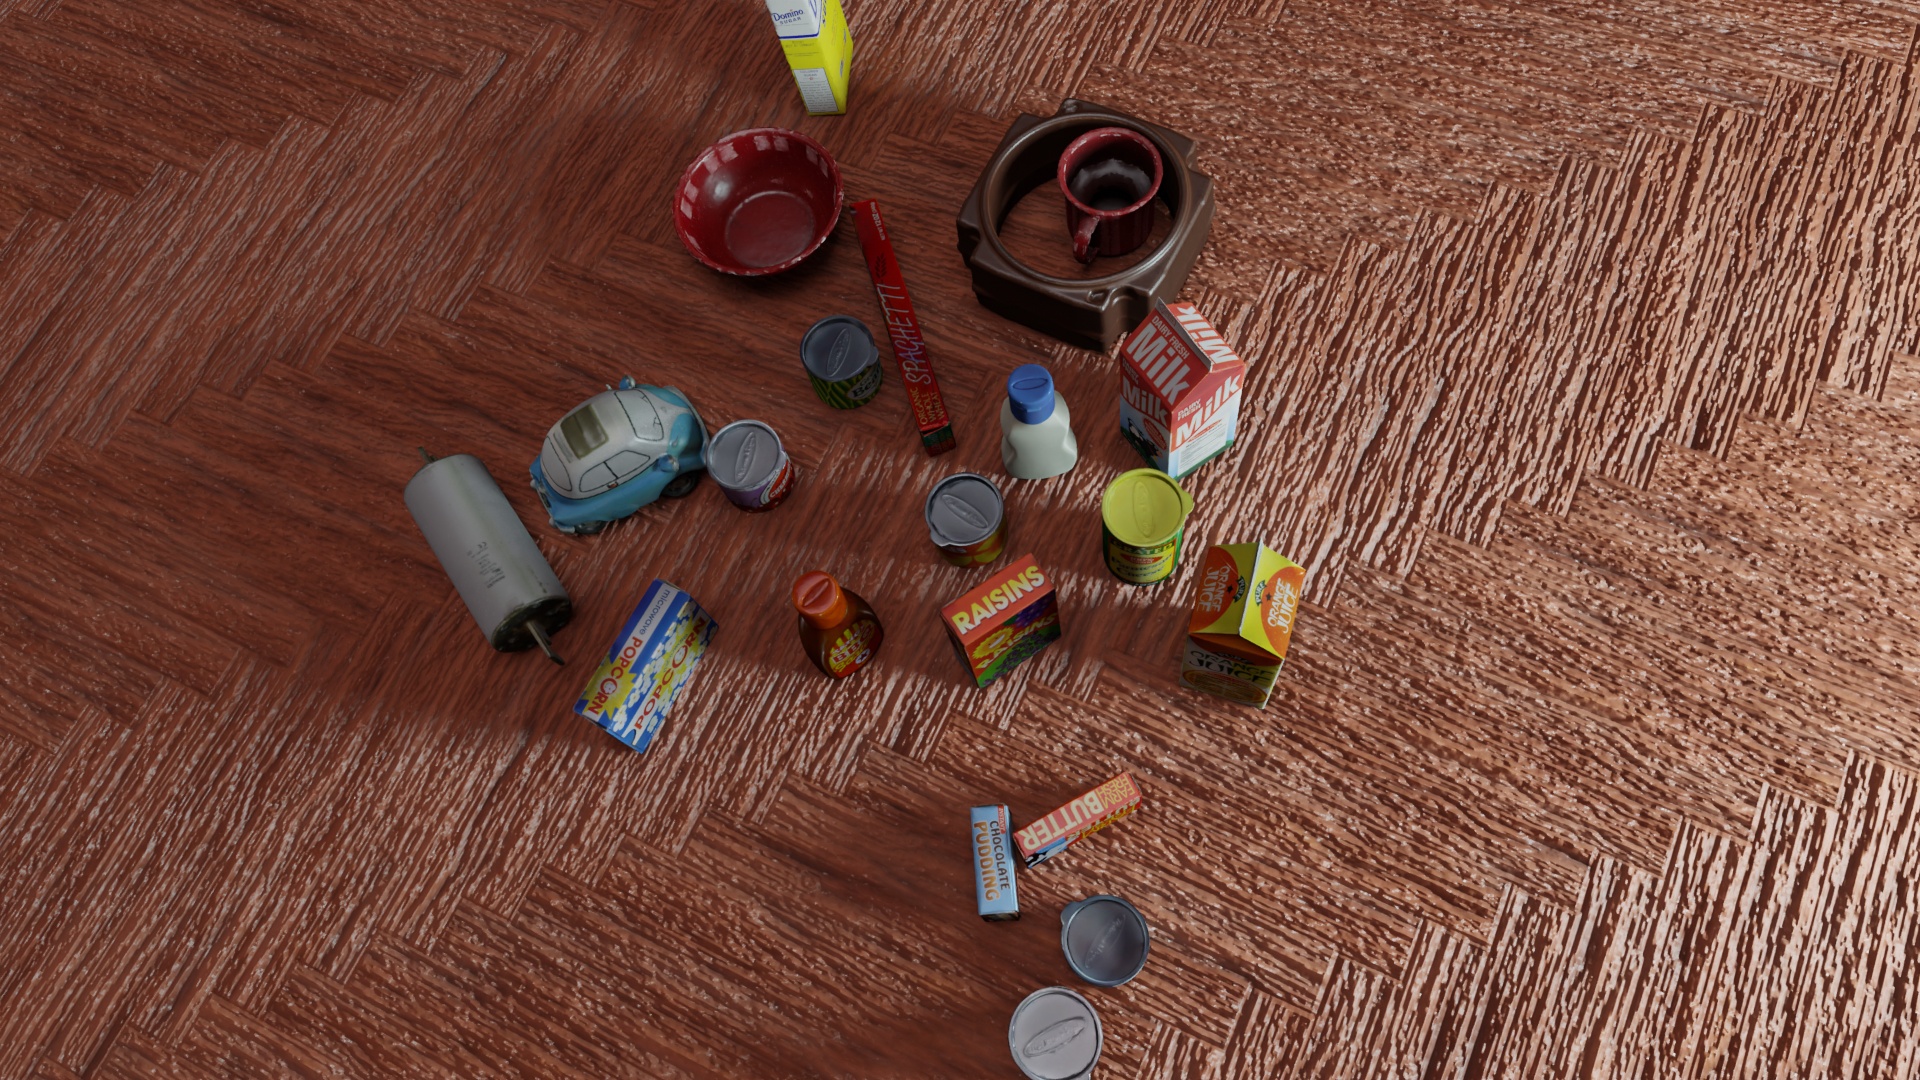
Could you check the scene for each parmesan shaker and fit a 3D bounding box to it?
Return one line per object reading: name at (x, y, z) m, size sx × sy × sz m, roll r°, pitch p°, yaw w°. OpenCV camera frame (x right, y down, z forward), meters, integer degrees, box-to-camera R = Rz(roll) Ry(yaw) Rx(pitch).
parmesan shaker at (0.151, -0.008, 1.128) m, size 0.071 × 0.102 × 0.071 m, roll -2°, pitch 69°, yaw 6°

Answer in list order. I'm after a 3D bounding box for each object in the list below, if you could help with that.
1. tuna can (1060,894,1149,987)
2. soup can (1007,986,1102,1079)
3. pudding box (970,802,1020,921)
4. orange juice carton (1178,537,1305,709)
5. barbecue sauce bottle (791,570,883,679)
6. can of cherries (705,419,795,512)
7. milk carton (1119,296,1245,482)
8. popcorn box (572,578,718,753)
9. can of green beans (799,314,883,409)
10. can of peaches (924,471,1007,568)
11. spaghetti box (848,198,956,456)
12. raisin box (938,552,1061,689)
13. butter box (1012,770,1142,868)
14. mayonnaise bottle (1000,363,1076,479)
tuna can at (0.107, 0.301, 1.049) m, size 0.071 × 0.032 × 0.071 m, roll -2°, pitch 69°, yaw 6°
soup can at (0.071, 0.361, 1.002) m, size 0.071 × 0.083 × 0.071 m, roll -2°, pitch 69°, yaw 6°
pudding box at (0.027, 0.249, 1.070) m, size 0.030 × 0.049 × 0.084 m, roll -7°, pitch 68°, yaw 4°
orange juice carton at (0.211, 0.063, 1.045) m, size 0.073 × 0.192 × 0.072 m, roll 15°, pitch 72°, yaw 12°
barbecue sauce bottle at (-0.101, 0.064, 1.103) m, size 0.044 × 0.148 × 0.065 m, roll 42°, pitch 79°, yaw 19°
can of cherries at (-0.180, -0.063, 1.210) m, size 0.071 × 0.058 × 0.072 m, roll -2°, pitch 69°, yaw 6°
milk carton at (0.177, -0.123, 1.123) m, size 0.073 × 0.190 × 0.072 m, roll -33°, pitch 69°, yaw -6°
popcorn box at (-0.255, 0.103, 1.139) m, size 0.038 × 0.085 × 0.127 m, roll 25°, pitch 74°, yaw 15°
can of green beans at (-0.105, -0.158, 1.239) m, size 0.071 × 0.057 × 0.071 m, roll -2°, pitch 69°, yaw 6°
can of peaches at (0.004, -0.015, 1.171) m, size 0.071 × 0.058 × 0.071 m, roll -2°, pitch 69°, yaw 6°
spaghetti box at (-0.053, -0.194, 1.252) m, size 0.029 × 0.050 × 0.251 m, roll -18°, pitch 68°, yaw 0°
raisin box at (0.034, 0.065, 1.101) m, size 0.086 × 0.123 × 0.040 m, roll -32°, pitch 69°, yaw -6°
butter box at (0.091, 0.216, 1.074) m, size 0.103 × 0.053 × 0.024 m, roll -28°, pitch 69°, yaw -5°
mayonnaise bottle at (0.062, -0.097, 1.148) m, size 0.065 × 0.147 × 0.041 m, roll -8°, pitch 69°, yaw 3°
